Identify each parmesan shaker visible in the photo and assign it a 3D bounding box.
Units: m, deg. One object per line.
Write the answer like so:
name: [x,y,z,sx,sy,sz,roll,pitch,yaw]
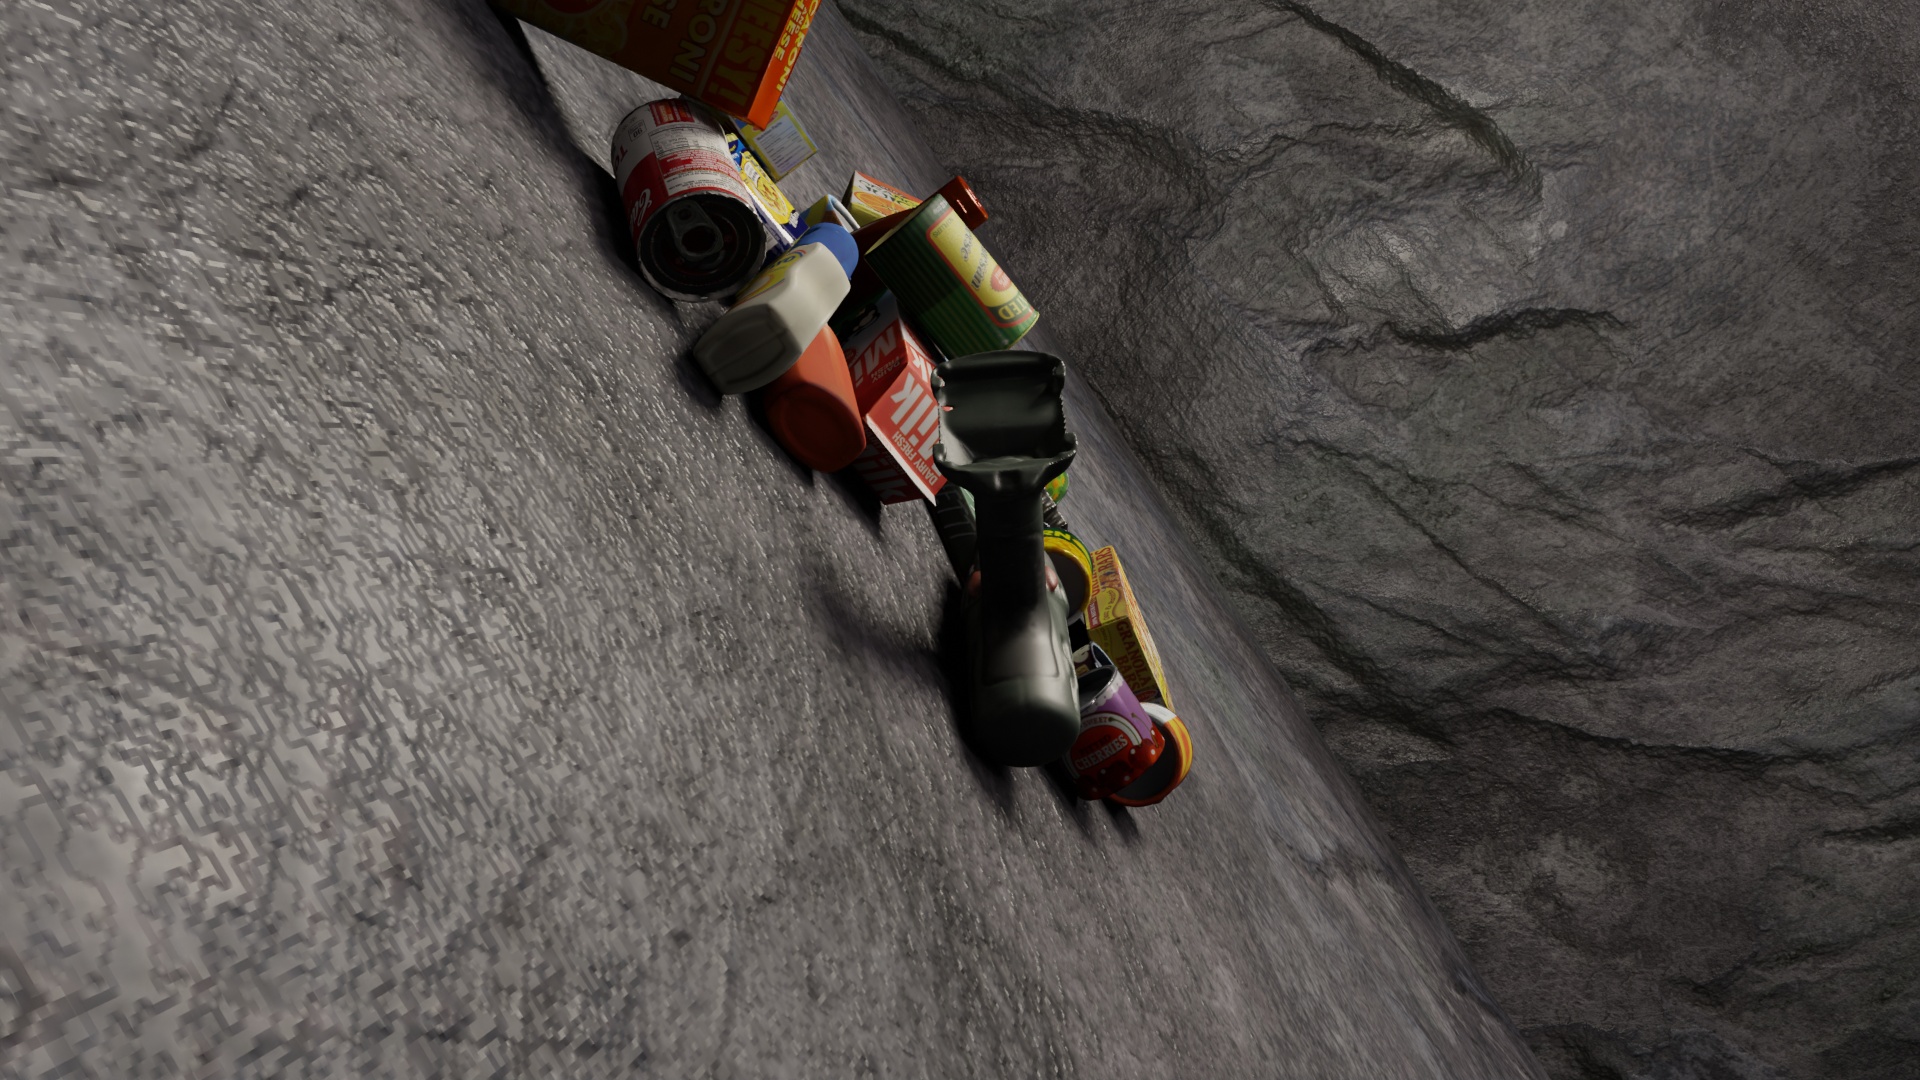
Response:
parmesan shaker: [-0.007,-0.165,0.905,0.103,0.071,0.071,49,13,-15]

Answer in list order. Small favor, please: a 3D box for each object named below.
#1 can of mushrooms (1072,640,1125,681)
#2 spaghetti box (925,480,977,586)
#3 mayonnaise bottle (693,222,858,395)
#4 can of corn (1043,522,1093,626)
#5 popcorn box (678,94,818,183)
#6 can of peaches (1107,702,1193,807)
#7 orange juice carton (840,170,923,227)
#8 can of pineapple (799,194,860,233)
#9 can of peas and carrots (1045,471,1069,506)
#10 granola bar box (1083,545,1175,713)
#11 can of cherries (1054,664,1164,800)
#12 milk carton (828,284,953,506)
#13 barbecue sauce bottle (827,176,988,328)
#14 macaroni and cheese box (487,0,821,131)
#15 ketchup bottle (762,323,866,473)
can of mushrooms: [0.101,0.111,1.037,0.071,0.033,0.071,53,12,-17]
spaghetti box: [0.004,-0.012,0.988,0.050,0.028,0.251,43,18,-50]
mayonnaise bottle: [-0.093,-0.133,0.763,0.041,0.064,0.149,54,28,-20]
can of corn: [0.064,0.026,1.033,0.071,0.071,0.058,55,12,-8]
popcorn box: [-0.151,-0.280,0.949,0.085,0.038,0.126,54,-14,-16]
can of peaches: [0.123,0.148,0.947,0.071,0.071,0.058,59,12,11]
orange juice carton: [-0.073,-0.260,1.187,0.072,0.072,0.193,22,21,-12]
can of pineapple: [-0.102,-0.215,1.038,0.071,0.058,0.071,53,12,-16]
can of peas and carrots: [0.051,-0.055,1.202,0.058,0.071,0.071,48,14,-34]
granola bar box: [0.140,0.090,1.176,0.166,0.039,0.124,-86,153,-71]
can of cherries: [0.085,0.121,0.866,0.058,0.071,0.071,56,12,-7]
milk carton: [-0.045,-0.091,0.896,0.072,0.073,0.191,49,14,-29]
barbecue sauce bottle: [-0.051,-0.197,0.973,0.065,0.148,0.044,54,12,-11]
macaroni and cheese box: [-0.160,-0.318,0.766,0.166,0.123,0.040,27,9,8]
ketchup bottle: [-0.091,-0.101,0.817,0.064,0.043,0.149,48,14,-33]
